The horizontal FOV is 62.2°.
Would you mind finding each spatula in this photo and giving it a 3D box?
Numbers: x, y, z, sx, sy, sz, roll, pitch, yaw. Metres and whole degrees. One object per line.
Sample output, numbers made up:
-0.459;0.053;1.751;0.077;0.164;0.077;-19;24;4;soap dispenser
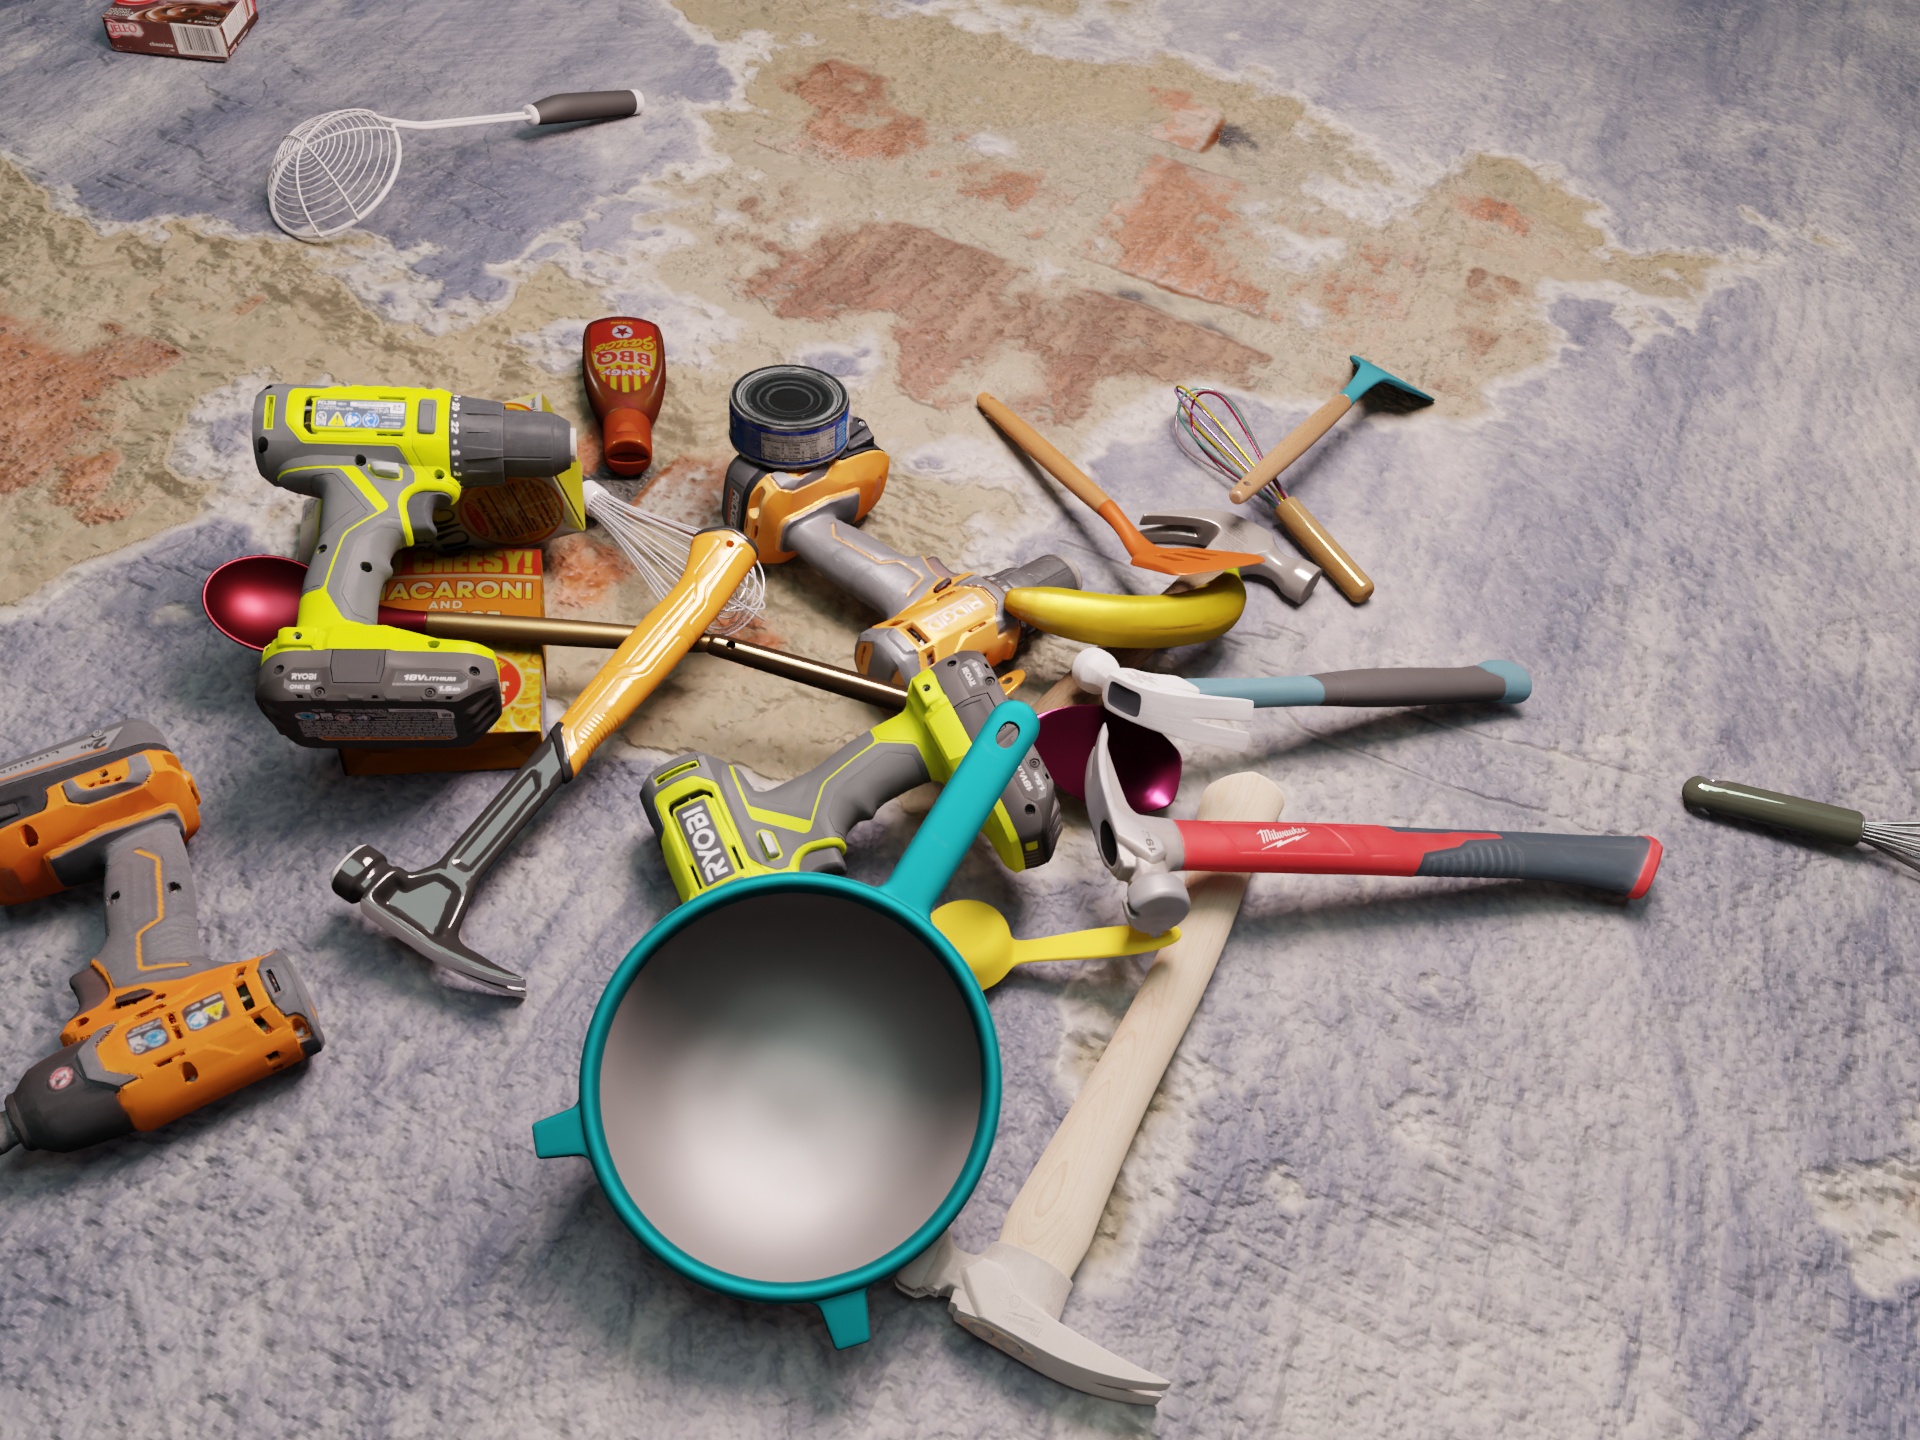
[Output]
0.295;-0.237;1.283;0.082;0.044;0.317;35;48;17;spatula
0.099;-0.179;1.193;0.081;0.041;0.323;-11;41;-29;spatula

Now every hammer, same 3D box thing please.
0.119;-0.054;1.128;0.130;0.031;0.331;35;54;20;hammer
0.249;-0.021;1.078;0.331;0.033;0.128;-3;20;-25;hammer
-0.222;0.006;0.974;0.127;0.034;0.337;32;61;4;hammer
0.119;0.183;0.923;0.146;0.038;0.411;25;50;11;hammer
0.268;0.071;1.006;0.386;0.038;0.143;3;43;-17;hammer

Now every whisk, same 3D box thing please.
0.244;-0.182;1.254;0.051;0.047;0.245;-22;61;-26;whisk
-0.243;-0.144;1.137;0.285;0.070;0.070;35;53;25;whisk
0.620;0.077;1.087;0.246;0.059;0.058;14;12;8;whisk

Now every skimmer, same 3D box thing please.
-0.443;-0.513;1.437;0.363;0.090;0.127;-26;55;-39;skimmer

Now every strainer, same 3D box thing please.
-0.055;0.140;0.853;0.211;0.095;0.340;31;72;4;strainer

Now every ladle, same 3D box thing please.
-0.315;-0.062;1.018;0.315;0.031;0.069;4;64;-10;ladle

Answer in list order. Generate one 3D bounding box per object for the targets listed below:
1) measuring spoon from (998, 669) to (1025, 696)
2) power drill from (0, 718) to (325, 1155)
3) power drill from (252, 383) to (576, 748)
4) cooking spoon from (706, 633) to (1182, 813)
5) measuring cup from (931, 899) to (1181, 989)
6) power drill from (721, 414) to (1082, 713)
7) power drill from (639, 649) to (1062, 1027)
-0.002;-0.003;1.063;0.117;0.011;0.021;-37;37;-20;measuring spoon
-0.465;0.121;0.860;0.164;0.084;0.227;-25;61;-26;power drill
-0.334;-0.103;0.975;0.190;0.080;0.229;0;68;-12;power drill
-0.007;-0.005;1.022;0.318;0.017;0.069;17;72;-9;cooking spoon
0.051;0.126;0.936;0.156;0.029;0.062;-7;40;9;measuring cup
-0.039;-0.121;1.133;0.185;0.084;0.226;-30;64;-32;power drill
-0.060;0.067;0.942;0.223;0.080;0.171;-25;64;-5;power drill
